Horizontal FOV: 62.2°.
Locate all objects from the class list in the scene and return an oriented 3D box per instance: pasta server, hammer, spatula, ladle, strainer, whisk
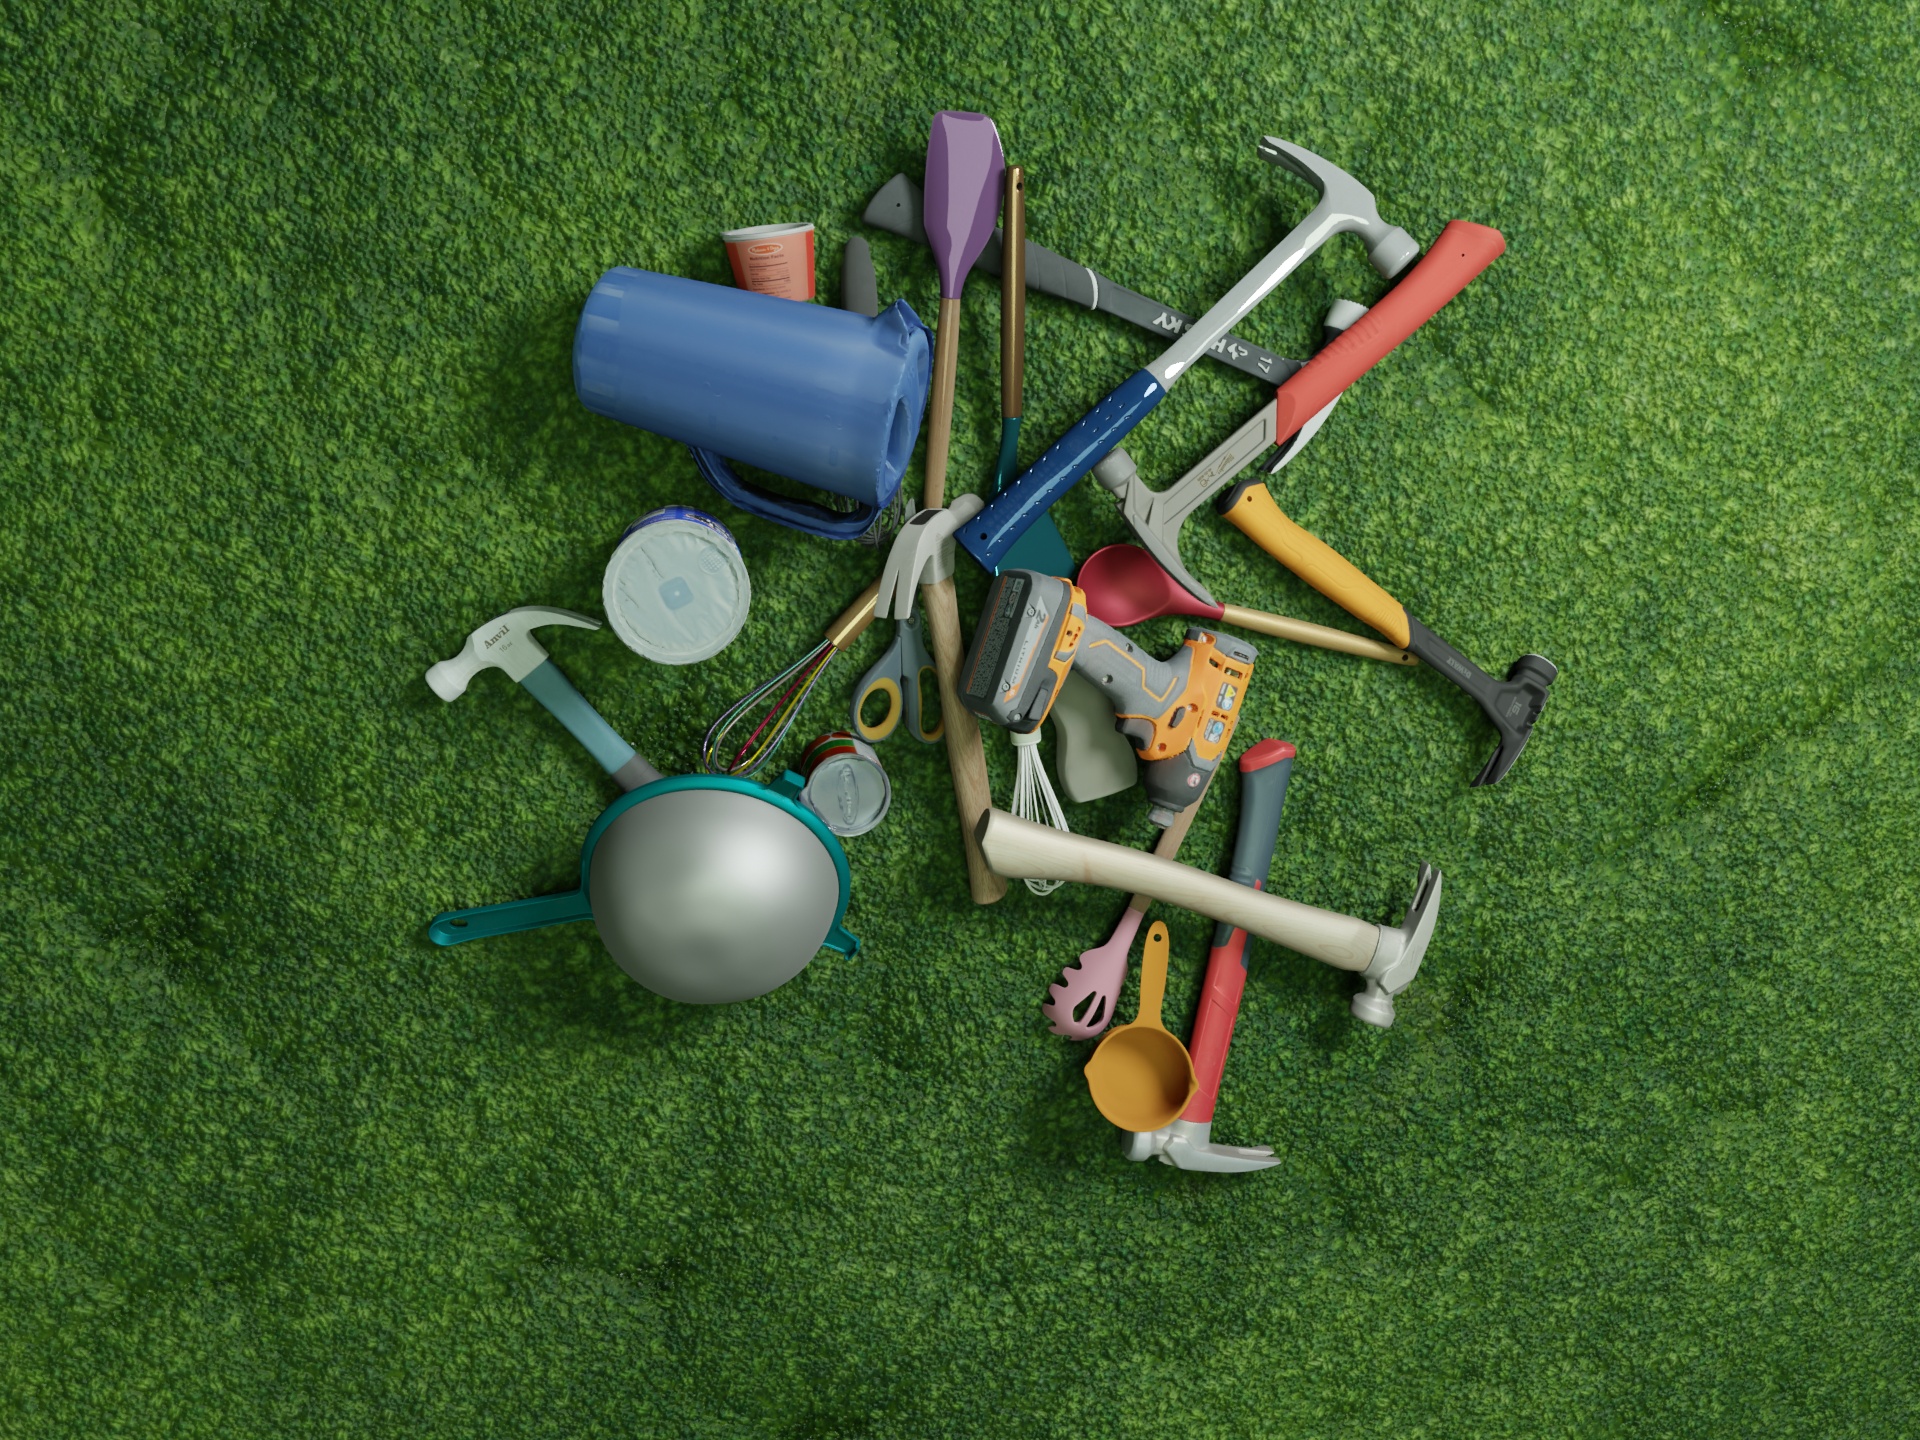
[{"bbox_3d":[0.159,0.135,1.354,0.060,0.040,0.316,25,93,-14],"label":"pasta server"},{"bbox_3d":[0.151,-0.269,1.204,0.405,0.035,0.144,-43,86,0],"label":"hammer"},{"bbox_3d":[-0.008,-0.296,1.212,0.059,0.018,0.315,5,110,-4],"label":"spatula"},{"bbox_3d":[0.247,0.207,1.377,0.143,0.038,0.386,9,101,-13],"label":"hammer"},{"bbox_3d":[0.240,-0.085,1.318,0.315,0.031,0.069,13,105,-14],"label":"ladle"},{"bbox_3d":[0.207,0.135,1.312,0.410,0.038,0.146,18,96,-17],"label":"hammer"},{"bbox_3d":[-0.254,0.160,1.220,0.340,0.095,0.210,-10,126,6],"label":"strainer"},{"bbox_3d":[0.117,-0.324,1.242,0.408,0.036,0.149,19,99,-12],"label":"hammer"},{"bbox_3d":[-0.114,-0.043,1.260,0.051,0.047,0.245,43,89,-14],"label":"whisk"},{"bbox_3d":[-0.002,-0.004,1.268,0.031,0.130,0.331,5,115,33],"label":"hammer"},{"bbox_3d":[0.056,0.024,1.304,0.059,0.058,0.246,-19,105,-49],"label":"whisk"},{"bbox_3d":[-0.259,0.045,1.260,0.128,0.033,0.330,-40,106,2],"label":"hammer"},{"bbox_3d":[0.048,-0.258,1.220,0.082,0.044,0.317,-17,117,-34],"label":"spatula"},{"bbox_3d":[0.282,-0.253,1.243,0.359,0.037,0.149,-40,102,3],"label":"hammer"},{"bbox_3d":[0.346,-0.083,1.319,0.336,0.034,0.127,35,73,-12],"label":"hammer"},{"bbox_3d":[-0.073,-0.249,1.223,0.055,0.055,0.239,-4,98,-9],"label":"whisk"}]

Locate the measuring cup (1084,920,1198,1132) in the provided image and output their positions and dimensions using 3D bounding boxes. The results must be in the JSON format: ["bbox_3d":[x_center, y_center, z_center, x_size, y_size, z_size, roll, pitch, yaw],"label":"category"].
[{"bbox_3d":[0.155,0.256,1.341,0.095,0.052,0.174,8,81,0],"label":"measuring cup"}]

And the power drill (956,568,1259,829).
[{"bbox_3d":[0.116,-0.015,1.244,0.226,0.084,0.164,18,90,-26],"label":"power drill"}]
